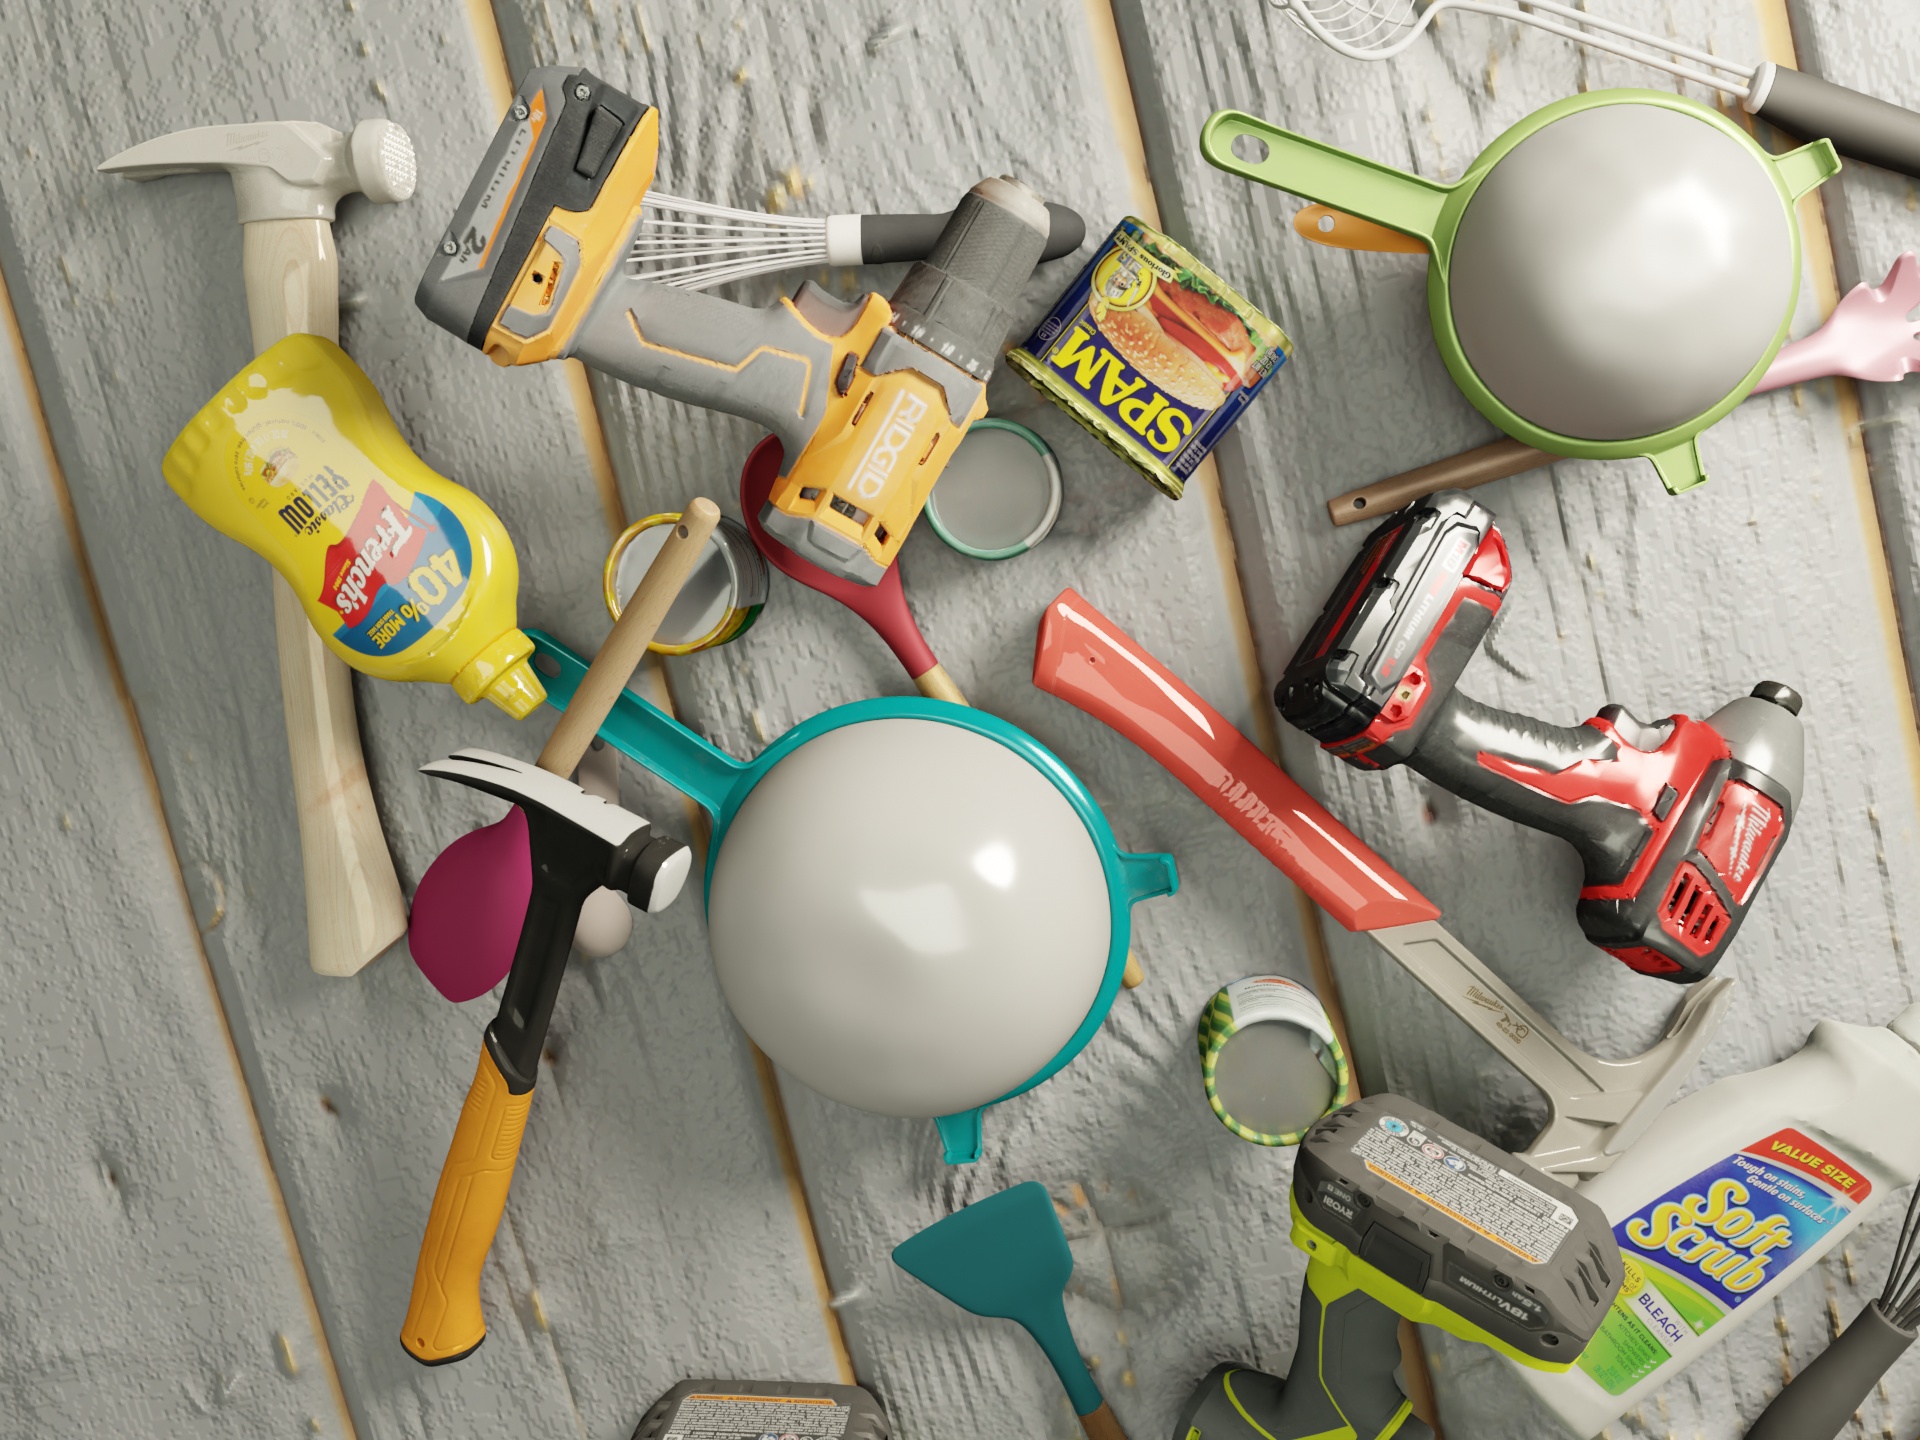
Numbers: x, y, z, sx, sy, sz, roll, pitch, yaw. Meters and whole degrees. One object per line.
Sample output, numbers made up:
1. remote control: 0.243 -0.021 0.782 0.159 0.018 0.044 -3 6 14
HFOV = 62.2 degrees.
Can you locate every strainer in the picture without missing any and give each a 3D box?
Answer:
1. strainer: 0.219 -0.199 0.637 0.256 0.069 0.151 20 99 1
2. strainer: -0.084 0.065 0.731 0.340 0.095 0.211 34 107 1

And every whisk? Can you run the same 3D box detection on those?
1. whisk: -0.085 -0.218 0.730 0.284 0.070 0.070 -2 97 1
2. whisk: 0.426 0.273 0.731 0.055 0.055 0.239 26 112 2

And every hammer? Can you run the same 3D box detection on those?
1. hammer: -0.329 -0.077 0.780 0.146 0.038 0.410 -1 98 7
2. hammer: -0.229 0.177 0.769 0.127 0.034 0.336 25 112 12
3. hammer: 0.180 0.061 0.737 0.359 0.036 0.149 42 84 3

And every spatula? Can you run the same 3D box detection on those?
1. spatula: 0.075 0.370 0.793 0.082 0.044 0.317 -28 95 5

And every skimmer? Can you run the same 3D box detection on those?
1. skimmer: 0.287 -0.297 0.658 0.363 0.090 0.127 20 83 2

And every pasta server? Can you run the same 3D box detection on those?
1. pasta server: 0.318 -0.143 0.704 0.316 0.040 0.060 -17 83 9

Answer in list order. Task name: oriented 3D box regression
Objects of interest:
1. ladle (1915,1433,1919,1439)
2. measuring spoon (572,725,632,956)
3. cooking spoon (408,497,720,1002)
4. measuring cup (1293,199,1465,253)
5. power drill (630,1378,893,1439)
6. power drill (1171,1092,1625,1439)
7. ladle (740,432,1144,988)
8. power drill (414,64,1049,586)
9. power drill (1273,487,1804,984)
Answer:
1. ladle: 0.482 0.294 0.748 0.078 0.062 0.320 22 106 -4
2. measuring spoon: -0.182 0.058 0.791 0.034 0.018 0.124 2 97 6
3. cooking spoon: -0.189 0.022 0.738 0.069 0.017 0.318 45 119 14
4. measuring cup: 0.232 -0.208 0.697 0.173 0.052 0.095 7 98 7
5. power drill: -0.114 0.461 0.809 0.190 0.080 0.228 0 100 6
6. power drill: 0.197 0.296 0.705 0.171 0.080 0.223 26 119 30
7. ladle: -0.001 -0.002 0.761 0.069 0.031 0.315 -33 95 11
8. power drill: -0.086 -0.186 0.673 0.226 0.084 0.185 29 99 -15
9. power drill: 0.264 0.001 0.699 0.219 0.078 0.143 34 81 -2
